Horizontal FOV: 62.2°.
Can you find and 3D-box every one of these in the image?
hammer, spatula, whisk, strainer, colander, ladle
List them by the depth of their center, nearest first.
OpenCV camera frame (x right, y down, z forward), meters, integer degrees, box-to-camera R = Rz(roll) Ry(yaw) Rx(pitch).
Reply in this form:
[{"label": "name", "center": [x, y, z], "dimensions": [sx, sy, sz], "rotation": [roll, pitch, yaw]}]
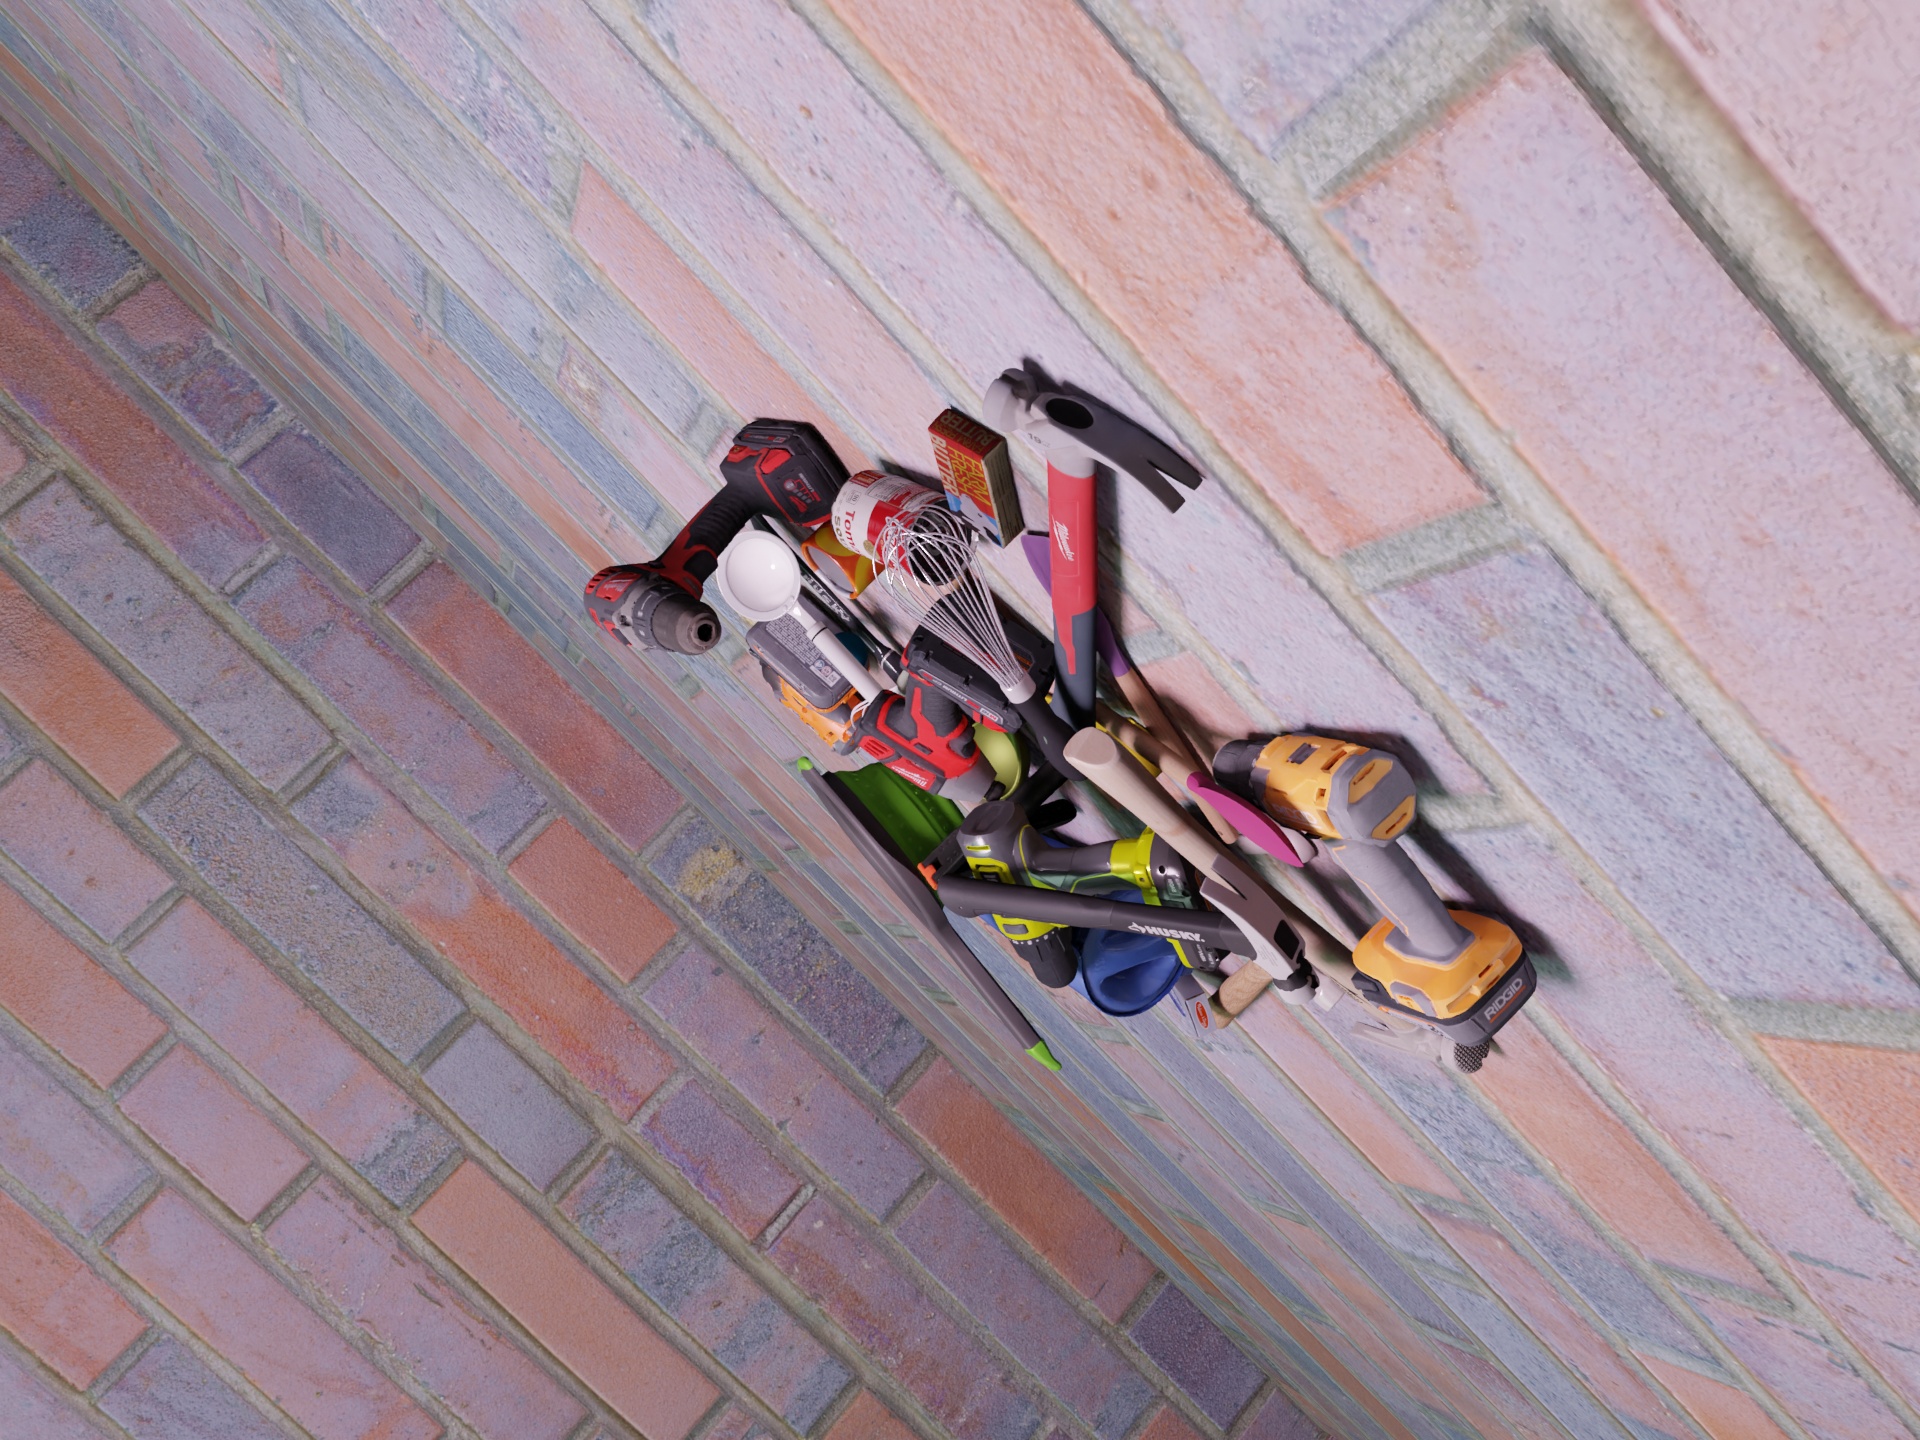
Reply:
[{"label": "hammer", "center": [0.091, -0.075, 1.099], "dimensions": [0.143, 0.038, 0.386], "rotation": [34, 157, 22]}, {"label": "whisk", "center": [0.027, -0.047, 1.145], "dimensions": [0.070, 0.070, 0.284], "rotation": [23, 158, 50]}, {"label": "spatula", "center": [0.134, -0.019, 1.208], "dimensions": [0.315, 0.018, 0.060], "rotation": [53, 160, -26]}, {"label": "hammer", "center": [0.232, 0.141, 1.240], "dimensions": [0.410, 0.038, 0.146], "rotation": [40, 166, -17]}, {"label": "hammer", "center": [0.112, 0.151, 1.270], "dimensions": [0.335, 0.035, 0.146], "rotation": [3, 141, 41]}, {"label": "ladle", "center": [0.011, -0.035, 1.391], "dimensions": [0.078, 0.062, 0.319], "rotation": [43, 163, 33]}, {"label": "strainer", "center": [-0.138, -0.087, 1.471], "dimensions": [0.258, 0.087, 0.050], "rotation": [47, -154, 7]}, {"label": "whisk", "center": [-0.051, -0.030, 1.479], "dimensions": [0.059, 0.058, 0.246], "rotation": [43, 146, 2]}, {"label": "hammer", "center": [0.271, 0.251, 1.521], "dimensions": [0.130, 0.031, 0.331], "rotation": [40, 163, 11]}, {"label": "hammer", "center": [-0.080, -0.074, 1.541], "dimensions": [0.408, 0.036, 0.149], "rotation": [46, 162, -10]}, {"label": "colander", "center": [-0.002, 0.167, 1.564], "dimensions": [0.397, 0.094, 0.204], "rotation": [51, 171, -2]}]

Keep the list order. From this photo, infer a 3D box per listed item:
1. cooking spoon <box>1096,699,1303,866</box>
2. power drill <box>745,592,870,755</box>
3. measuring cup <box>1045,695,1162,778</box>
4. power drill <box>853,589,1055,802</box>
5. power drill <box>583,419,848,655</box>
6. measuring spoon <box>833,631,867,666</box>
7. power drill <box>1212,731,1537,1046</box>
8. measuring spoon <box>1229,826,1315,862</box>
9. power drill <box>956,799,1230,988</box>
[{"label": "cooking spoon", "center": [0.159, 0.035, 1.154], "dimensions": [0.068, 0.017, 0.319], "rotation": [46, 178, -26]}, {"label": "power drill", "center": [-0.168, -0.055, 1.712], "dimensions": [0.164, 0.084, 0.226], "rotation": [41, 167, 10]}, {"label": "measuring cup", "center": [0.106, 0.011, 1.323], "dimensions": [0.157, 0.029, 0.062], "rotation": [25, 155, 42]}, {"label": "power drill", "center": [-0.002, -0.004, 1.347], "dimensions": [0.143, 0.079, 0.219], "rotation": [32, 149, 0]}, {"label": "power drill", "center": [-0.192, -0.141, 1.297], "dimensions": [0.188, 0.227, 0.080], "rotation": [20, 152, 54]}, {"label": "measuring spoon", "center": [-0.120, -0.078, 1.543], "dimensions": [0.042, 0.021, 0.129], "rotation": [44, 172, -25]}, {"label": "power drill", "center": [0.271, 0.102, 1.086], "dimensions": [0.226, 0.084, 0.185], "rotation": [54, 166, -18]}, {"label": "measuring spoon", "center": [0.240, 0.102, 1.257], "dimensions": [0.034, 0.018, 0.124], "rotation": [46, 164, -8]}, {"label": "power drill", "center": [0.123, 0.157, 1.372], "dimensions": [0.228, 0.080, 0.190], "rotation": [-4, 123, 36]}]
